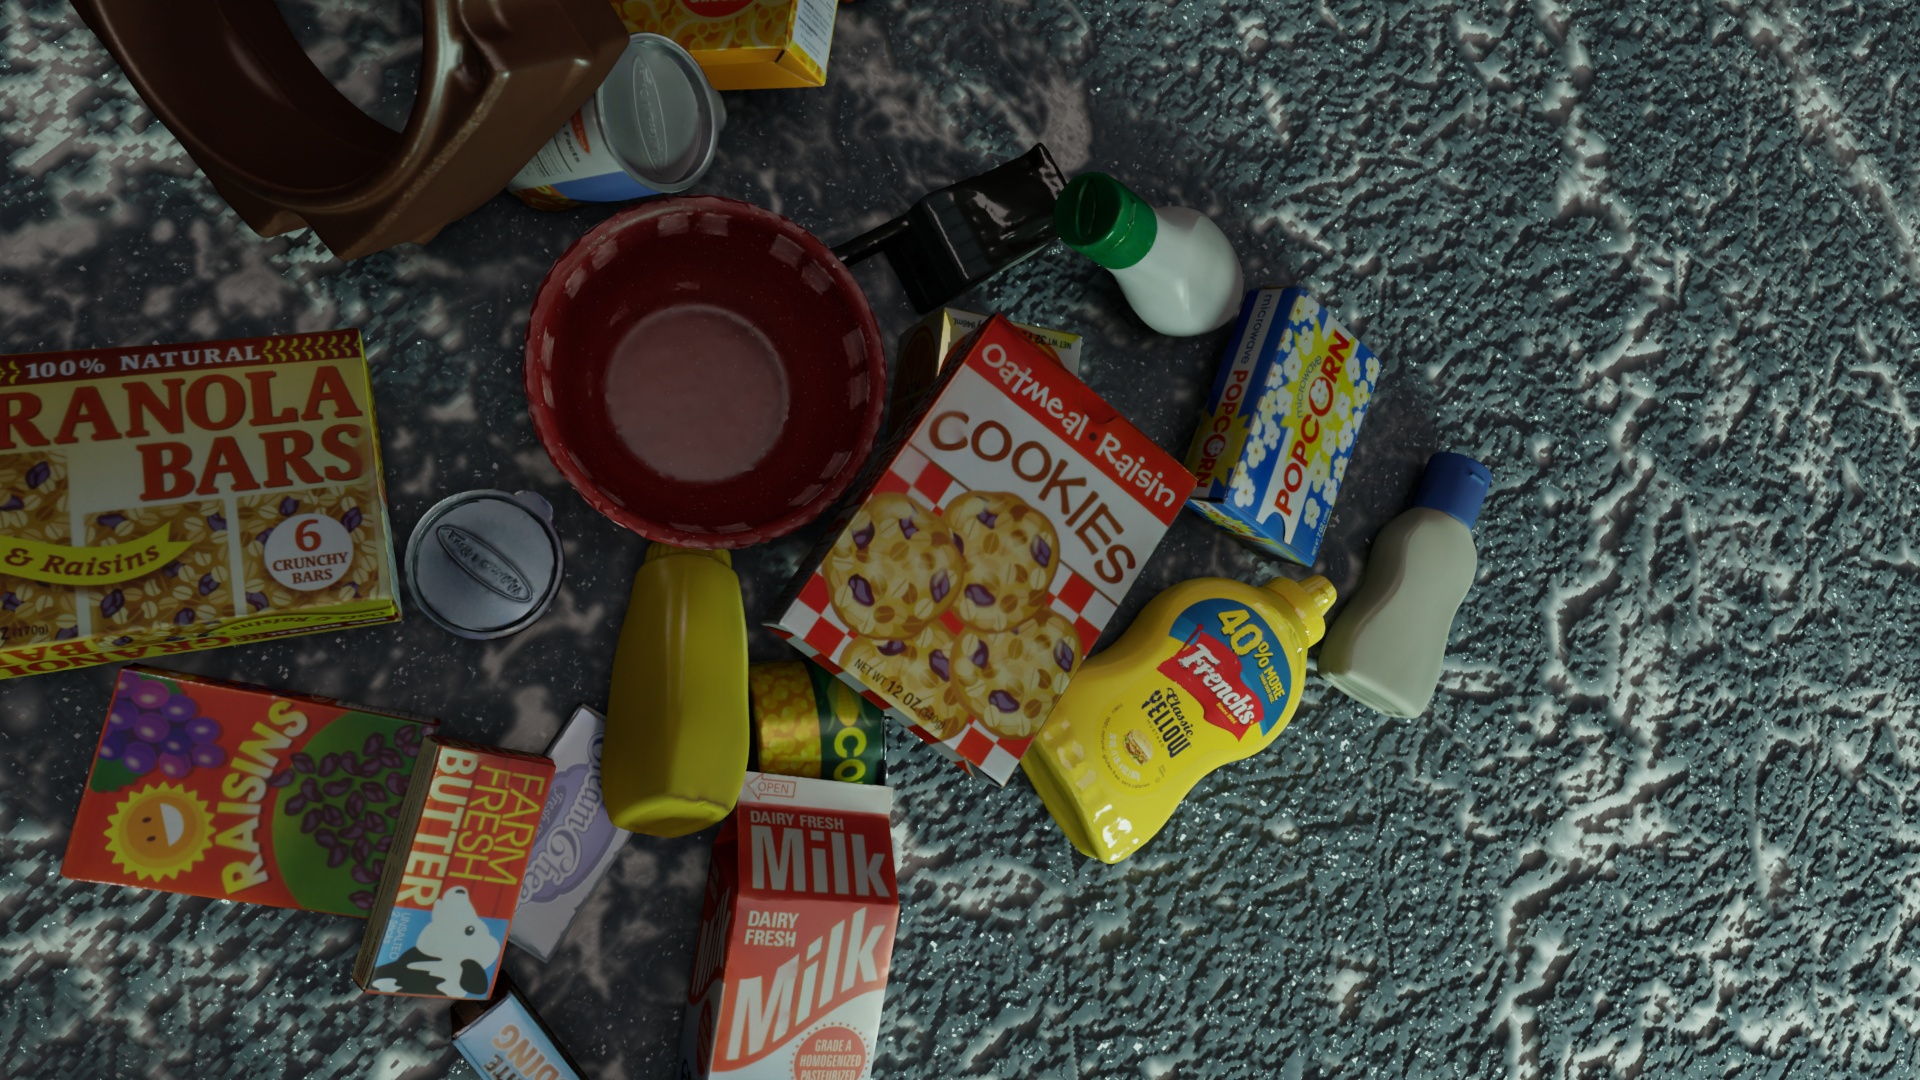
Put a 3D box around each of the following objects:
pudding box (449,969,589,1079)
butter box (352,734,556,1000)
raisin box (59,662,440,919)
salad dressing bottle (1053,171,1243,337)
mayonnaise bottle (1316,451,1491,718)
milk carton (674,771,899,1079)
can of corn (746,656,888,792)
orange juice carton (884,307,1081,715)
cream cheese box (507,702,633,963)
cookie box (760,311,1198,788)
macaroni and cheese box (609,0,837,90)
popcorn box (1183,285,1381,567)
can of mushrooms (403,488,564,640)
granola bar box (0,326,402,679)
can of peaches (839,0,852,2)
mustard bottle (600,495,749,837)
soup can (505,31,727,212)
[{"bbox_3d":[-0.184,0.231,0.601,0.030,0.049,0.083,-37,99,-19],"label":"pudding box"},{"bbox_3d":[-0.210,0.136,0.578,0.053,0.024,0.103,21,79,-37],"label":"butter box"},{"bbox_3d":[-0.290,0.104,0.578,0.123,0.040,0.086,14,83,-20],"label":"raisin box"},{"bbox_3d":[0.095,-0.142,0.688,0.148,0.044,0.064,12,84,-58],"label":"salad dressing bottle"},{"bbox_3d":[0.255,0.022,0.779,0.065,0.041,0.148,31,75,-17],"label":"mayonnaise bottle"},{"bbox_3d":[-0.078,0.198,0.612,0.072,0.073,0.190,9,94,-19],"label":"milk carton"},{"bbox_3d":[-0.070,0.088,0.642,0.058,0.071,0.071,-5,88,-19],"label":"can of corn"},{"bbox_3d":[0.002,-0.008,0.673,0.072,0.073,0.193,9,84,-19],"label":"orange juice carton"},{"bbox_3d":[-0.178,0.129,0.624,0.053,0.024,0.104,36,75,-14],"label":"cream cheese box"},{"bbox_3d":[0.012,0.004,0.614,0.123,0.040,0.168,38,76,-14],"label":"cookie box"},{"bbox_3d":[-0.111,-0.292,0.634,0.124,0.040,0.166,5,83,22],"label":"macaroni and cheese box"},{"bbox_3d":[0.171,-0.061,0.742,0.085,0.038,0.127,31,75,-38],"label":"popcorn box"},{"bbox_3d":[-0.209,0.009,0.617,0.071,0.033,0.071,1,85,-19],"label":"can of mushrooms"},{"bbox_3d":[-0.321,-0.017,0.559,0.166,0.039,0.124,-8,72,-20],"label":"granola bar box"},{"bbox_3d":[-0.046,-0.306,0.681,0.058,0.071,0.071,-31,97,-13],"label":"can of peaches"},{"bbox_3d":[-0.124,0.048,0.620,0.049,0.065,0.161,25,50,-38],"label":"mustard bottle"},{"bbox_3d":[-0.157,-0.182,0.614,0.071,0.083,0.071,-4,95,-52],"label":"soup can"}]
